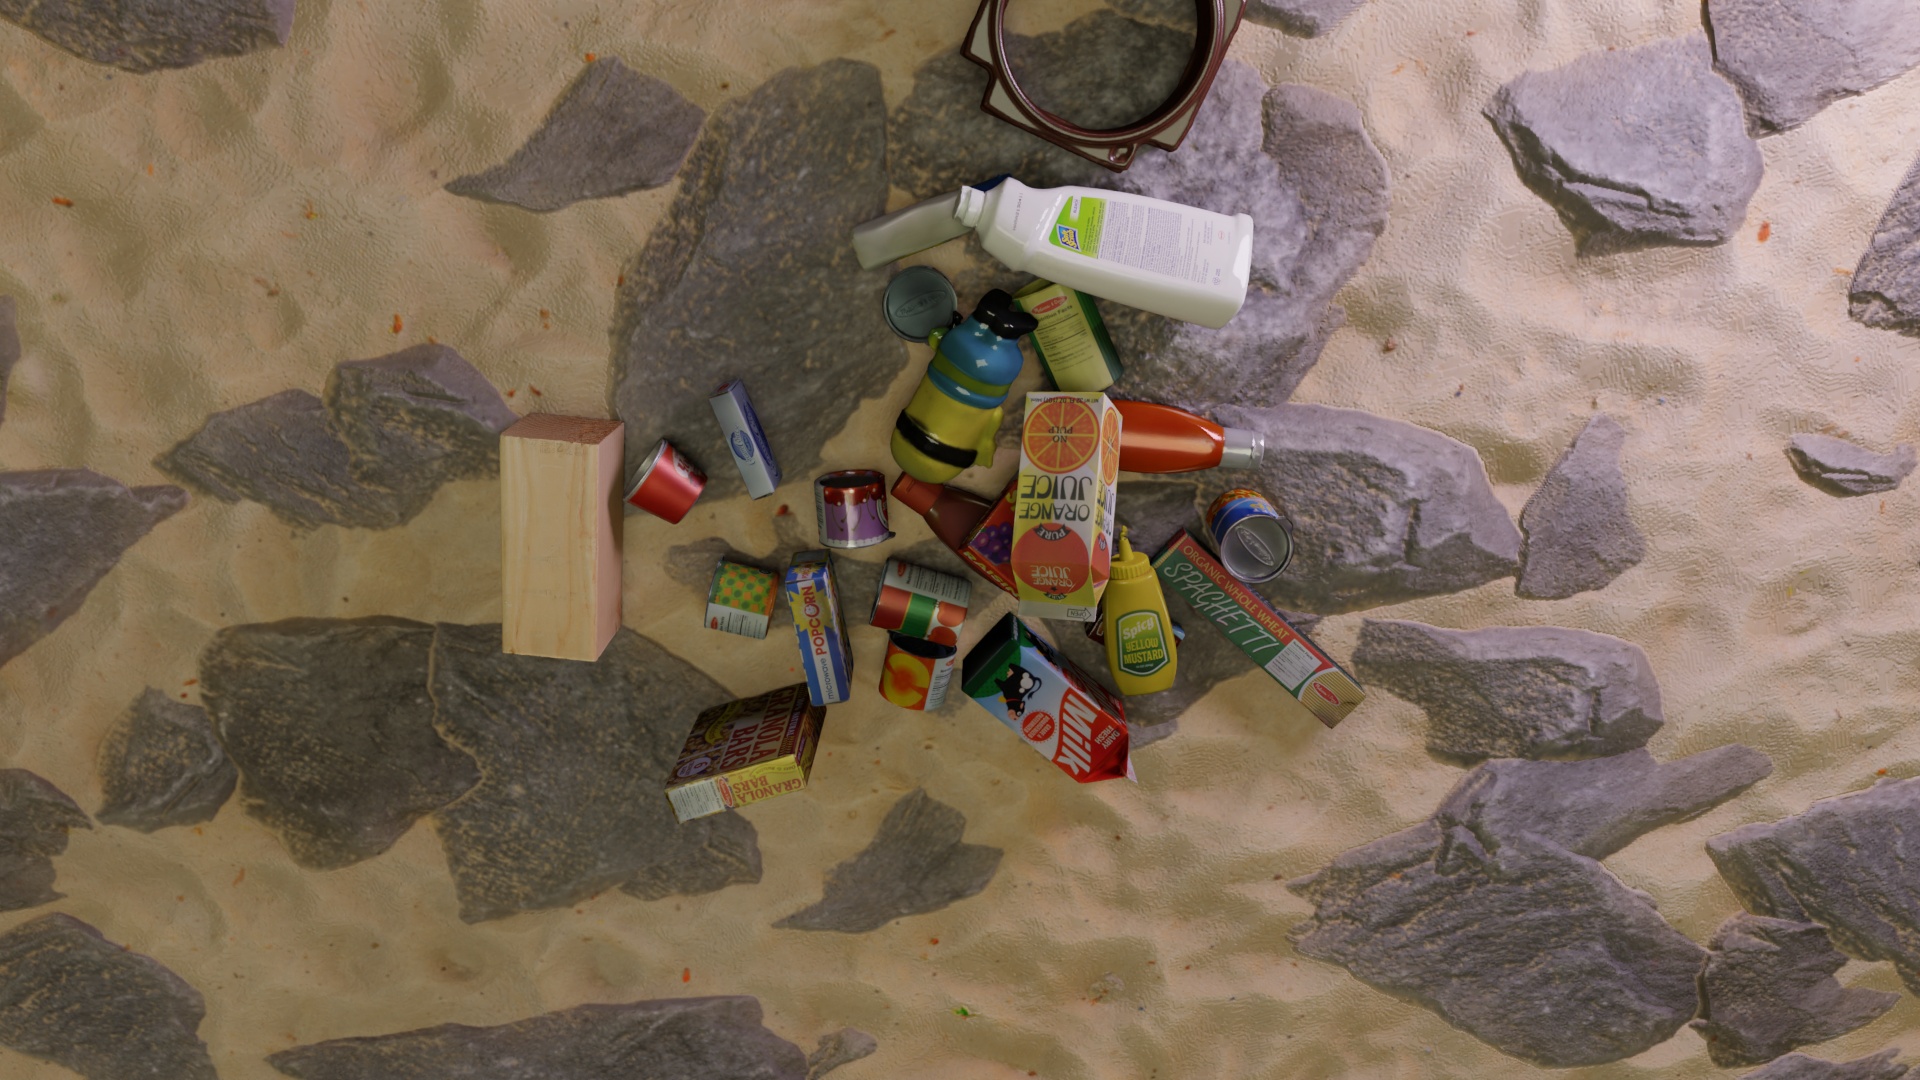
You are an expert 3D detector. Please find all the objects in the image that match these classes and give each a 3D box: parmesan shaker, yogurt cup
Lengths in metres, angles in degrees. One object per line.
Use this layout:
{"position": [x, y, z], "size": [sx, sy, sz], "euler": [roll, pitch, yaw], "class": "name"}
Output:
{"position": [0.093, -0.181, 1.228], "size": [0.071, 0.071, 0.103], "euler": [-24, 107, 8], "class": "parmesan shaker"}
{"position": [-0.269, -0.051, 1.273], "size": [0.054, 0.072, 0.072], "euler": [35, 105, -19], "class": "yogurt cup"}

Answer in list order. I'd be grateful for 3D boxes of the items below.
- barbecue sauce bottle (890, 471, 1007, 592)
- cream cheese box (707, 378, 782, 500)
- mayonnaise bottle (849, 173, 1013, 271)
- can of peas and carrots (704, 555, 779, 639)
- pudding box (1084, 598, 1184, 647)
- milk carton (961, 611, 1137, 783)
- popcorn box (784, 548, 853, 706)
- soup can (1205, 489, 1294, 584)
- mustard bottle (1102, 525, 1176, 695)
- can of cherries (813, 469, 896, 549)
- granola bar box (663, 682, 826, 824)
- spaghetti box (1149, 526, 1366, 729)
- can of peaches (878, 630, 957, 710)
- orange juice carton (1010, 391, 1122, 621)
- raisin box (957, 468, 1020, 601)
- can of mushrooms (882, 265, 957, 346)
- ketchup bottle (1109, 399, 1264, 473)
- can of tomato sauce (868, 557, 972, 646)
{"position": [0.005, -0.016, 1.293], "size": [0.148, 0.044, 0.065], "euler": [35, 93, -10], "class": "barbecue sauce bottle"}
{"position": [-0.195, -0.093, 1.264], "size": [0.024, 0.053, 0.103], "euler": [-19, 107, 9], "class": "cream cheese box"}
{"position": [-0.021, -0.276, 1.201], "size": [0.148, 0.065, 0.041], "euler": [-19, 106, 3], "class": "mayonnaise bottle"}
{"position": [-0.204, 0.054, 1.307], "size": [0.059, 0.071, 0.070], "euler": [13, 108, -4], "class": "can of peas and carrots"}
{"position": [0.167, 0.087, 1.333], "size": [0.084, 0.030, 0.049], "euler": [28, 105, -9], "class": "pudding box"}
{"position": [0.096, 0.162, 1.336], "size": [0.190, 0.072, 0.073], "euler": [39, 104, -12], "class": "milk carton"}
{"position": [-0.131, 0.081, 1.303], "size": [0.038, 0.085, 0.126], "euler": [-9, 107, 2], "class": "popcorn box"}
{"position": [0.266, -0.007, 1.274], "size": [0.071, 0.084, 0.071], "euler": [0, 108, 0], "class": "soup can"}
{"position": [0.160, 0.063, 1.282], "size": [0.065, 0.049, 0.159], "euler": [-11, 107, 2], "class": "mustard bottle"}
{"position": [-0.097, -0.030, 1.278], "size": [0.071, 0.072, 0.058], "euler": [-3, 107, 1], "class": "can of cherries"}
{"position": [-0.197, 0.193, 1.298], "size": [0.124, 0.166, 0.039], "euler": [-16, 107, 6], "class": "granola bar box"}
{"position": [0.285, 0.084, 1.332], "size": [0.250, 0.029, 0.050], "euler": [41, 104, -12], "class": "spaghetti box"}
{"position": [-0.043, 0.122, 1.328], "size": [0.071, 0.071, 0.057], "euler": [11, 108, -3], "class": "can of peaches"}
{"position": [0.091, -0.027, 1.201], "size": [0.072, 0.073, 0.193], "euler": [2, 80, 19], "class": "orange juice carton"}
{"position": [0.069, -0.013, 1.265], "size": [0.086, 0.040, 0.124], "euler": [40, 75, -9], "class": "raisin box"}
{"position": [-0.035, -0.209, 1.236], "size": [0.071, 0.033, 0.070], "euler": [0, 108, 0], "class": "can of mushrooms"}
{"position": [0.200, -0.090, 1.268], "size": [0.149, 0.043, 0.064], "euler": [7, 101, -2], "class": "ketchup bottle"}
{"position": [-0.038, 0.060, 1.307], "size": [0.083, 0.071, 0.071], "euler": [16, 108, -5], "class": "can of tomato sauce"}
